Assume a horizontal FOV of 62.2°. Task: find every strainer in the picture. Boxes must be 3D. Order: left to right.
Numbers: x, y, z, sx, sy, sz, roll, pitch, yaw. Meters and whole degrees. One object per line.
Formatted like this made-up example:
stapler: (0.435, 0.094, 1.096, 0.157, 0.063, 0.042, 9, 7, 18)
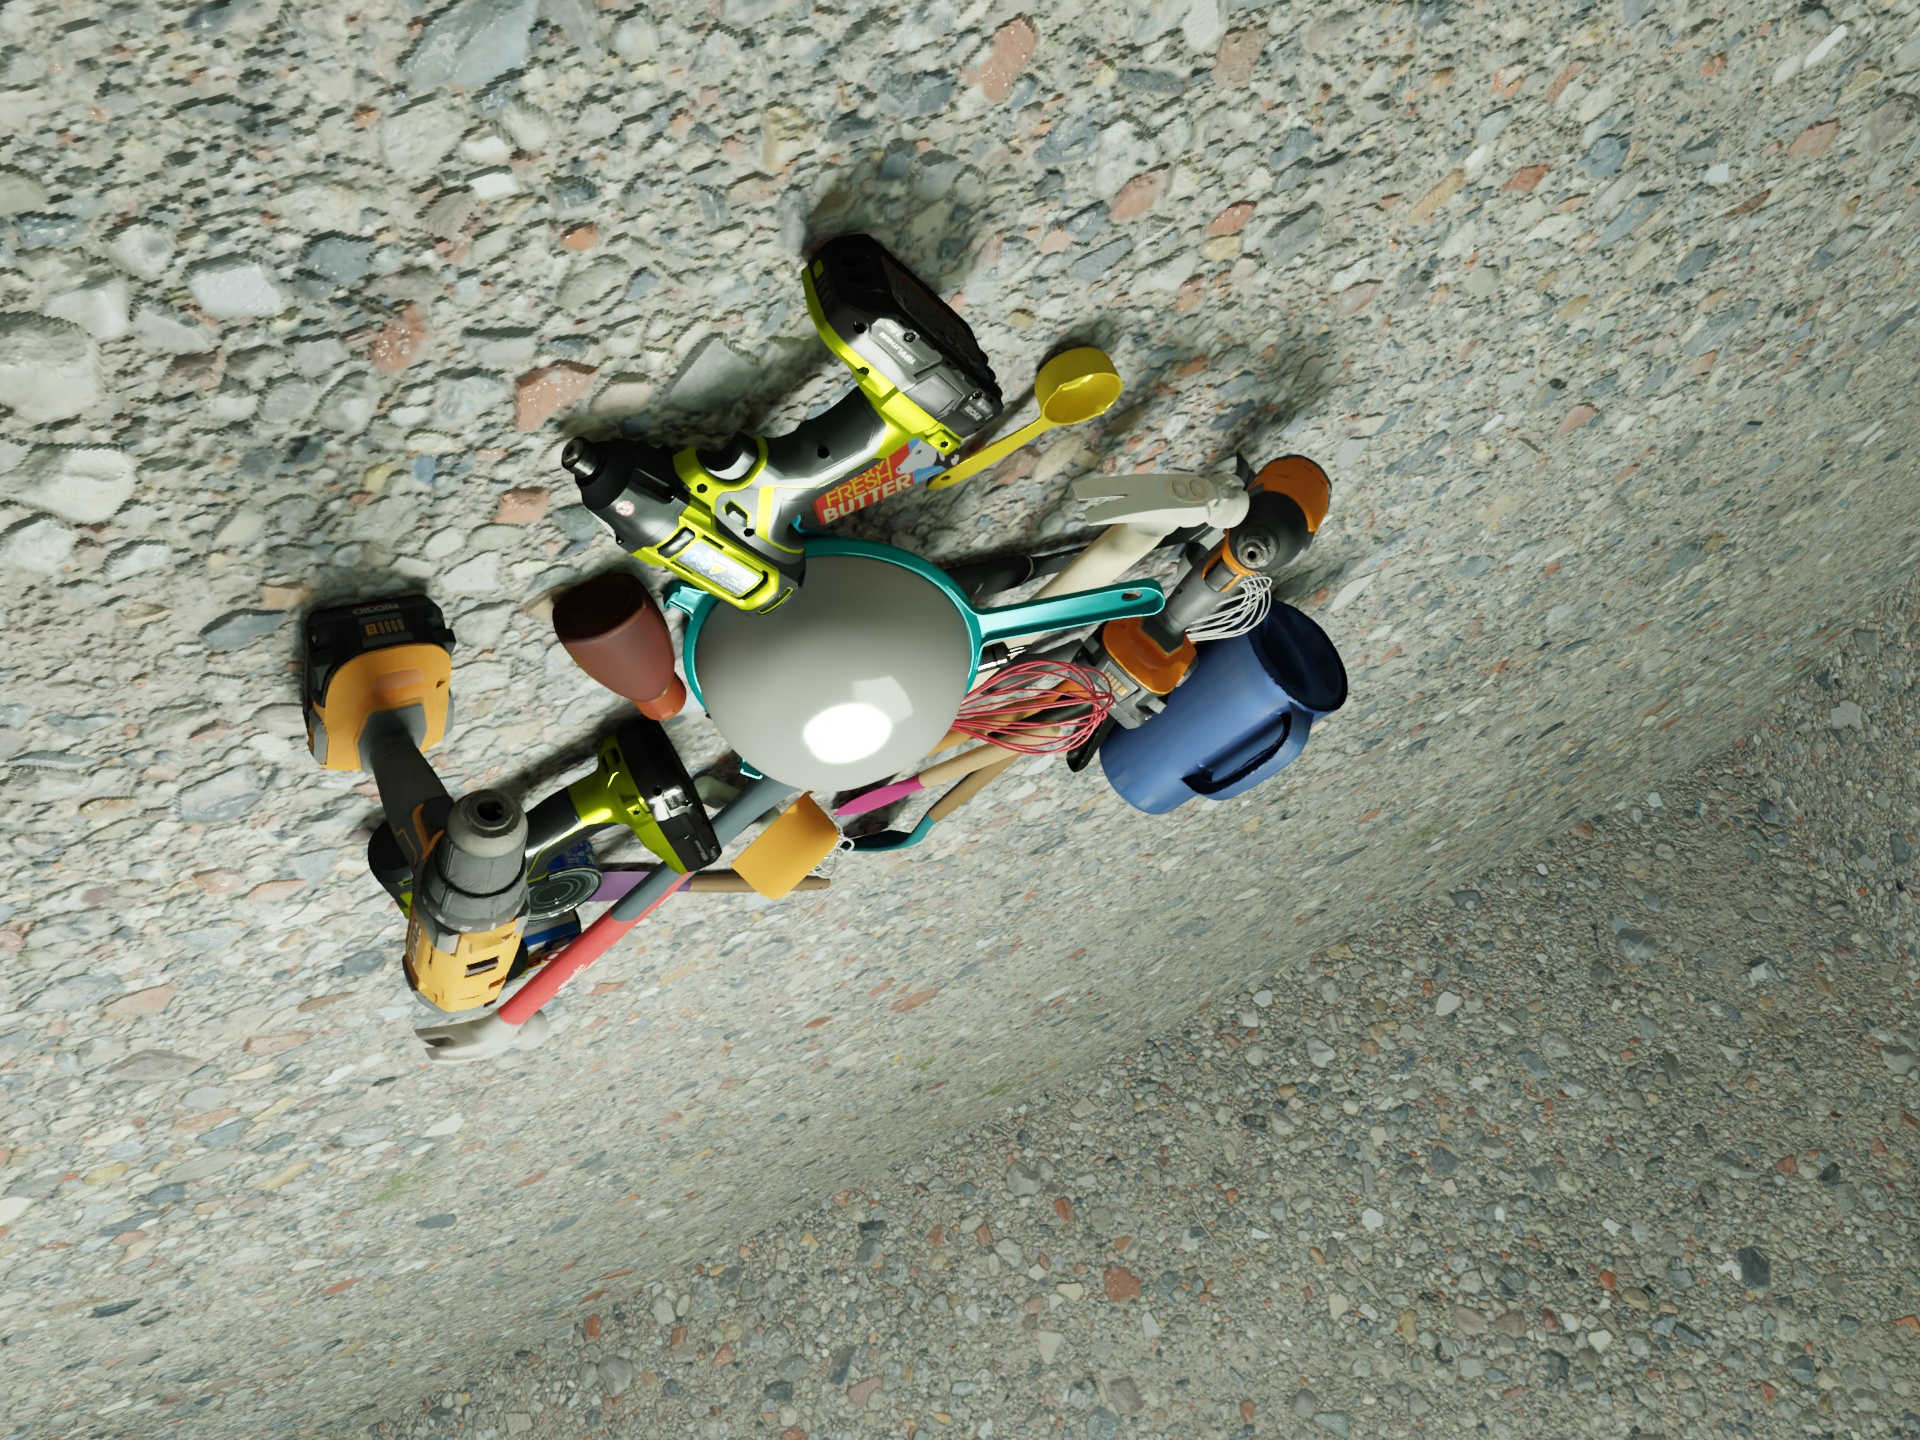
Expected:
strainer: (-0.068, -0.018, 1.205, 0.258, 0.050, 0.087, -17, -174, 11)
strainer: (-0.023, -0.030, 1.090, 0.340, 0.095, 0.210, -11, 136, 6)

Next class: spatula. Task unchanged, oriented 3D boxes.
spatula: (-0.237, 0.153, 1.479, 0.059, 0.018, 0.315, -36, 154, 32)
spatula: (-0.016, 0.066, 1.455, 0.082, 0.044, 0.317, -12, 160, -40)
spatula: (0.050, 0.001, 1.379, 0.322, 0.041, 0.081, -20, 169, -37)

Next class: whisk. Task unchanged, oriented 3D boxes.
whisk: (-0.165, 0.091, 1.407, 0.058, 0.059, 0.246, -8, 160, 23)
whisk: (-0.002, -0.004, 1.239, 0.296, 0.073, 0.073, -6, 177, 43)
whisk: (0.145, -0.075, 1.408, 0.284, 0.070, 0.070, -20, 155, -8)

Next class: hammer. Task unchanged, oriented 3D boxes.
hammer: (-0.278, 0.155, 1.307, 0.386, 0.038, 0.143, -41, 162, 13)
hammer: (0.040, -0.071, 1.226, 0.146, 0.038, 0.410, -7, 160, -37)
hammer: (0.064, -0.122, 1.245, 0.409, 0.036, 0.149, -16, 152, -27)

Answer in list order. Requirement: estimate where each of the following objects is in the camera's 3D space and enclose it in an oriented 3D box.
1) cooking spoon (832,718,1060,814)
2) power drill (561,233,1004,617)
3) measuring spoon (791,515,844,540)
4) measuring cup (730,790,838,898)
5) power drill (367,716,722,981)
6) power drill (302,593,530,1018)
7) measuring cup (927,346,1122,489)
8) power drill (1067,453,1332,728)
cooking spoon: (-0.016, 0.046, 1.382, 0.068, 0.017, 0.319, -18, 176, -39)
power drill: (-0.102, -0.163, 0.911, 0.223, 0.080, 0.171, -35, 140, 21)
measuring spoon: (-0.109, -0.131, 1.064, 0.042, 0.021, 0.128, -25, 168, 20)
measuring cup: (-0.121, 0.087, 1.355, 0.174, 0.052, 0.095, -43, 180, -43)
power drill: (-0.305, 0.106, 1.206, 0.228, 0.080, 0.190, -26, 142, -6)
power drill: (-0.305, 0.034, 0.906, 0.084, 0.226, 0.185, -14, 152, -31)
measuring cup: (0.037, -0.203, 1.076, 0.156, 0.029, 0.062, -27, 159, 26)
power drill: (0.185, -0.098, 1.223, 0.226, 0.084, 0.164, -47, -179, 32)
